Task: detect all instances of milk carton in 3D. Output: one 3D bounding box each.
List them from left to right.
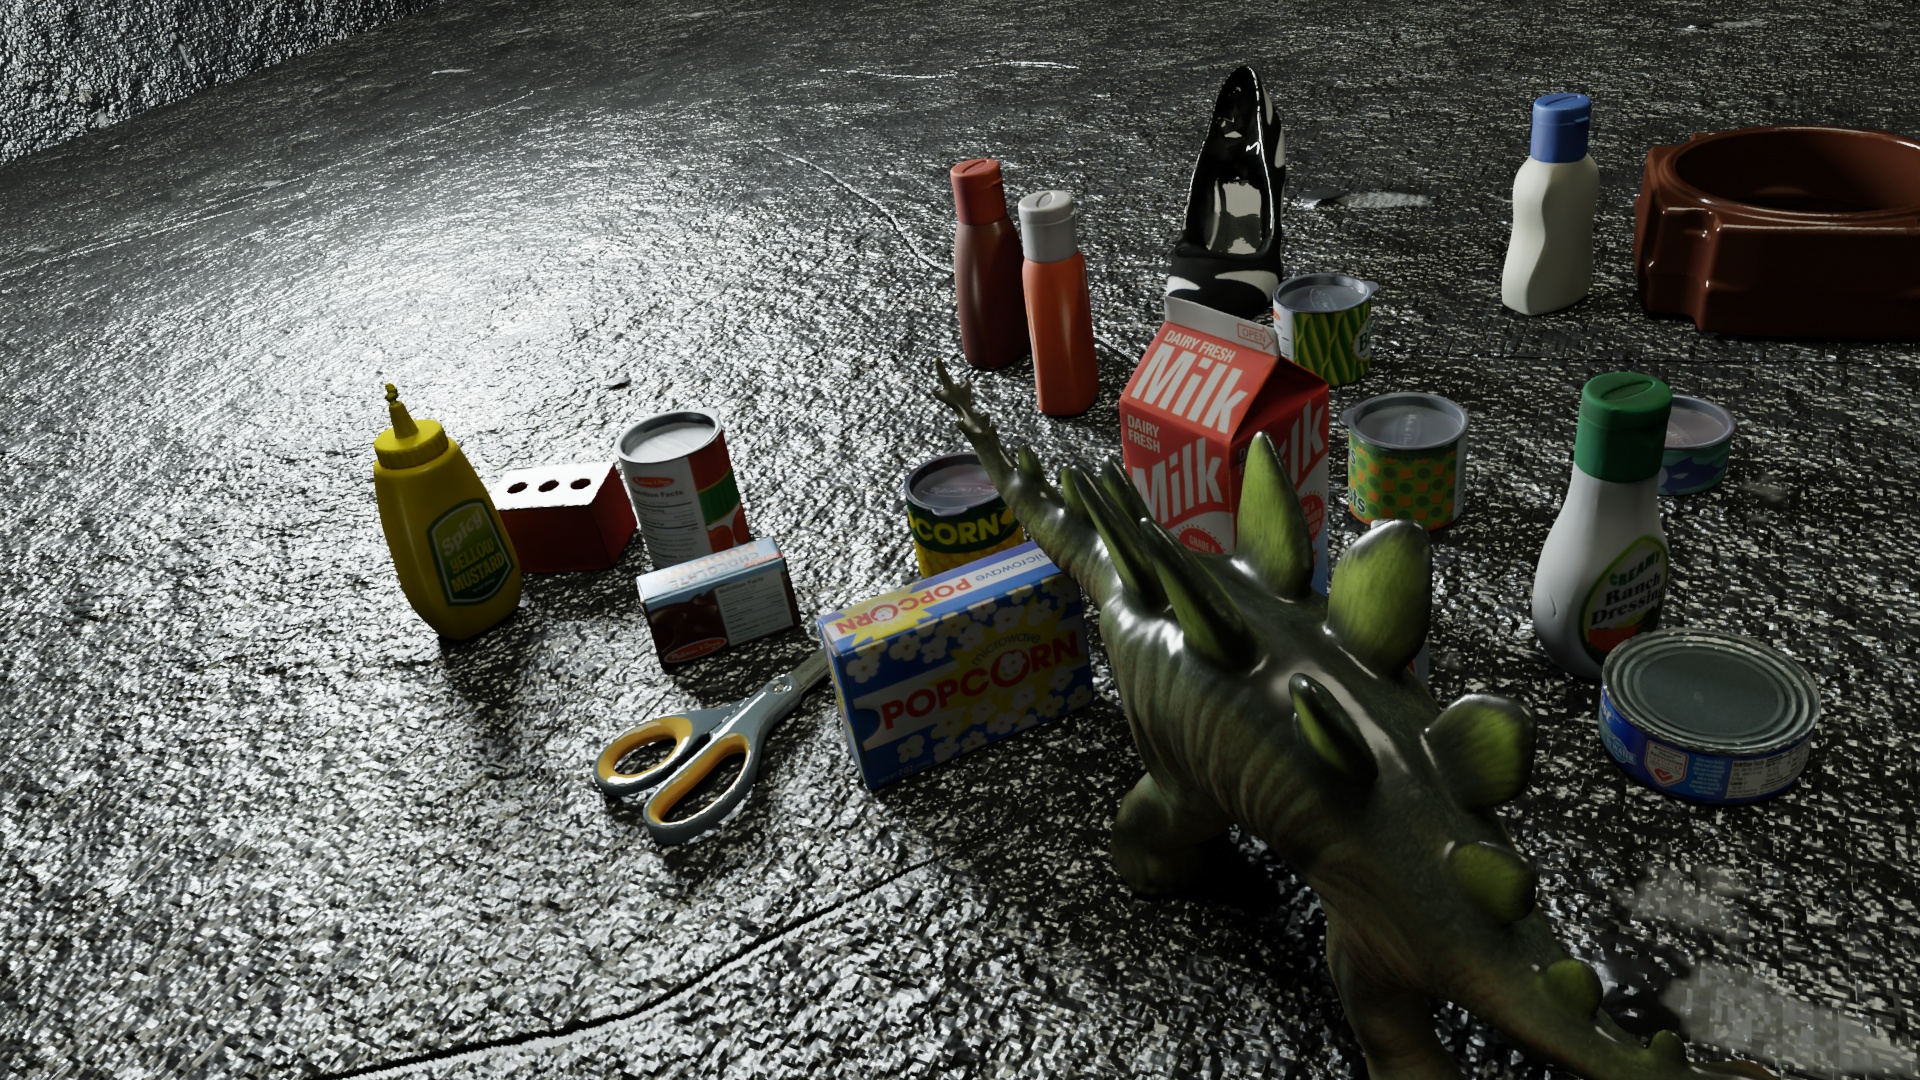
[{"bbox_3d":[0.131,-0.026,0.685,0.074,0.189,0.072,-30,37,-29],"label":"milk carton"}]

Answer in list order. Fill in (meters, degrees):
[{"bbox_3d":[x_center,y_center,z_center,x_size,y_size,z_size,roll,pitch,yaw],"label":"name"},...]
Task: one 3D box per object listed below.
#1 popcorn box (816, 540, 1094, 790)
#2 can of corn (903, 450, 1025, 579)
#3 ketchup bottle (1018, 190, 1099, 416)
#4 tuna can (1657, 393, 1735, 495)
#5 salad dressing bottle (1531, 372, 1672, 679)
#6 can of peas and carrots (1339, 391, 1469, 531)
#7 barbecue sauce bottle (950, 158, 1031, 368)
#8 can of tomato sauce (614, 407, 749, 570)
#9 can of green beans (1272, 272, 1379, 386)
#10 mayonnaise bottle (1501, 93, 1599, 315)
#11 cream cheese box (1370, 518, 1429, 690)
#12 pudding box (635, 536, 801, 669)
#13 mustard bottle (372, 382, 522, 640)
[{"bbox_3d":[0.000,0.059,0.684,0.127,0.084,0.038,-19,34,-15],"label":"popcorn box"},{"bbox_3d":[0.003,-0.010,0.816,0.071,0.058,0.071,-7,32,4],"label":"can of corn"},{"bbox_3d":[0.067,-0.163,0.953,0.043,0.148,0.065,1,34,16],"label":"ketchup bottle"},{"bbox_3d":[0.407,-0.056,0.805,0.071,0.032,0.071,-7,32,4],"label":"tuna can"},{"bbox_3d":[0.302,-0.005,0.648,0.064,0.147,0.044,-19,33,-14],"label":"salad dressing bottle"},{"bbox_3d":[0.256,-0.045,0.804,0.071,0.058,0.071,-7,32,4],"label":"can of peas and carrots"},{"bbox_3d":[0.021,-0.206,1.032,0.044,0.147,0.065,16,40,35],"label":"barbecue sauce bottle"},{"bbox_3d":[-0.172,-0.032,0.872,0.071,0.082,0.071,-7,32,4],"label":"can of tomato sauce"},{"bbox_3d":[0.251,-0.146,0.963,0.071,0.057,0.071,-7,32,4],"label":"can of green beans"},{"bbox_3d":[0.417,-0.236,0.975,0.065,0.147,0.041,-20,34,-16],"label":"mayonnaise bottle"},{"bbox_3d":[0.217,0.039,0.689,0.024,0.053,0.104,0,34,15],"label":"cream cheese box"},{"bbox_3d":[-0.138,0.035,0.791,0.084,0.049,0.030,-18,33,-14],"label":"pudding box"},{"bbox_3d":[-0.309,-0.019,0.816,0.049,0.159,0.065,16,40,35],"label":"mustard bottle"}]
